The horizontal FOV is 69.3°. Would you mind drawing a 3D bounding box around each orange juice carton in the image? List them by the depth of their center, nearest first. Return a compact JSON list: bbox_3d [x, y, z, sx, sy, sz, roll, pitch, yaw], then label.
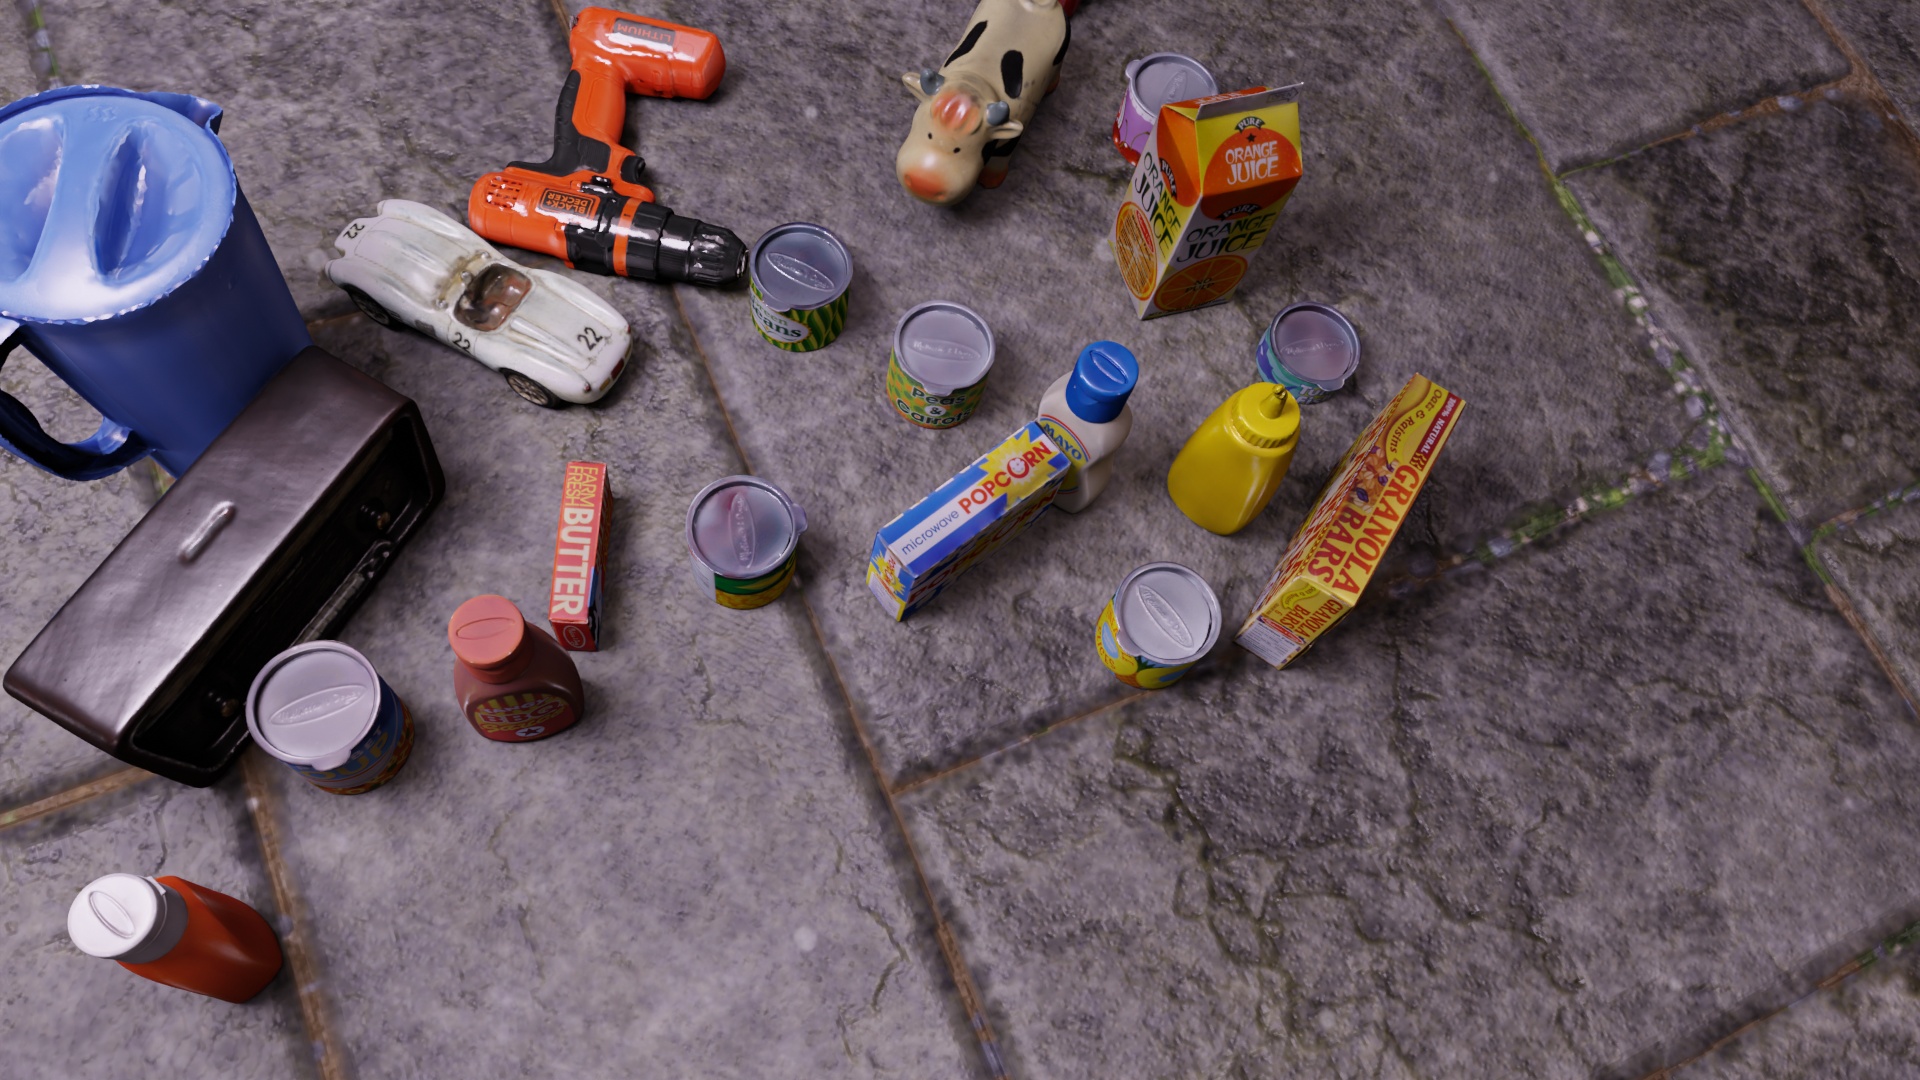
[{"bbox_3d":[0.161,-0.229,0.910,0.072,0.192,0.073,-14,71,-14],"label":"orange juice carton"}]

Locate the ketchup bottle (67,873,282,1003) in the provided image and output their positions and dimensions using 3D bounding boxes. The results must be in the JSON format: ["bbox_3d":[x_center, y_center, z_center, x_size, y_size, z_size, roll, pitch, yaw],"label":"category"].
[{"bbox_3d":[-0.381,0.190,0.676,0.065,0.148,0.044,40,68,9],"label":"ketchup bottle"}]

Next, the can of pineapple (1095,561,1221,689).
[{"bbox_3d":[0.119,0.054,0.858,0.071,0.057,0.071,3,67,-7],"label":"can of pineapple"}]

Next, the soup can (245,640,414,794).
[{"bbox_3d":[-0.340,0.101,0.756,0.071,0.083,0.071,3,67,-7],"label":"soup can"}]

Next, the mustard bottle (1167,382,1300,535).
[{"bbox_3d":[0.176,-0.057,0.858,0.065,0.159,0.049,40,68,9],"label":"mustard bottle"}]

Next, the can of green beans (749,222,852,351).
[{"bbox_3d":[-0.106,-0.166,0.917,0.071,0.057,0.071,3,67,-7],"label":"can of green beans"}]

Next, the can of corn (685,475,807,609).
[{"bbox_3d":[-0.129,0.002,0.843,0.071,0.058,0.071,3,67,-7],"label":"can of corn"}]

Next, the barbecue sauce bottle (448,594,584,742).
[{"bbox_3d":[-0.243,0.070,0.748,0.065,0.148,0.044,-10,70,-12],"label":"barbecue sauce bottle"}]

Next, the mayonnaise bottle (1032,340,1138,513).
[{"bbox_3d":[0.074,-0.071,0.855,0.065,0.147,0.041,43,68,10],"label":"mayonnaise bottle"}]

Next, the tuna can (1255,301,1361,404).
[{"bbox_3d":[0.243,-0.128,0.967,0.071,0.032,0.071,3,67,-7],"label":"tuna can"}]

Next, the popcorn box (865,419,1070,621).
[{"bbox_3d":[0.003,-0.011,0.853,0.127,0.085,0.038,-36,77,-20],"label":"popcorn box"}]

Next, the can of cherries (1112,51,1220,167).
[{"bbox_3d":[0.147,-0.314,1.017,0.071,0.058,0.072,3,67,-7],"label":"can of cherries"}]

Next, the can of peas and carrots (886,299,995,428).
[{"bbox_3d":[-0.014,-0.112,0.908,0.071,0.058,0.071,3,67,-7],"label":"can of peas and carrots"}]

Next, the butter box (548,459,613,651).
[{"bbox_3d":[-0.225,0.009,0.828,0.024,0.053,0.104,3,67,-7],"label":"butter box"}]

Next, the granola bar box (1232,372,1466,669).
[{"bbox_3d":[0.242,-0.009,0.867,0.039,0.123,0.166,33,67,6],"label":"granola bar box"}]
